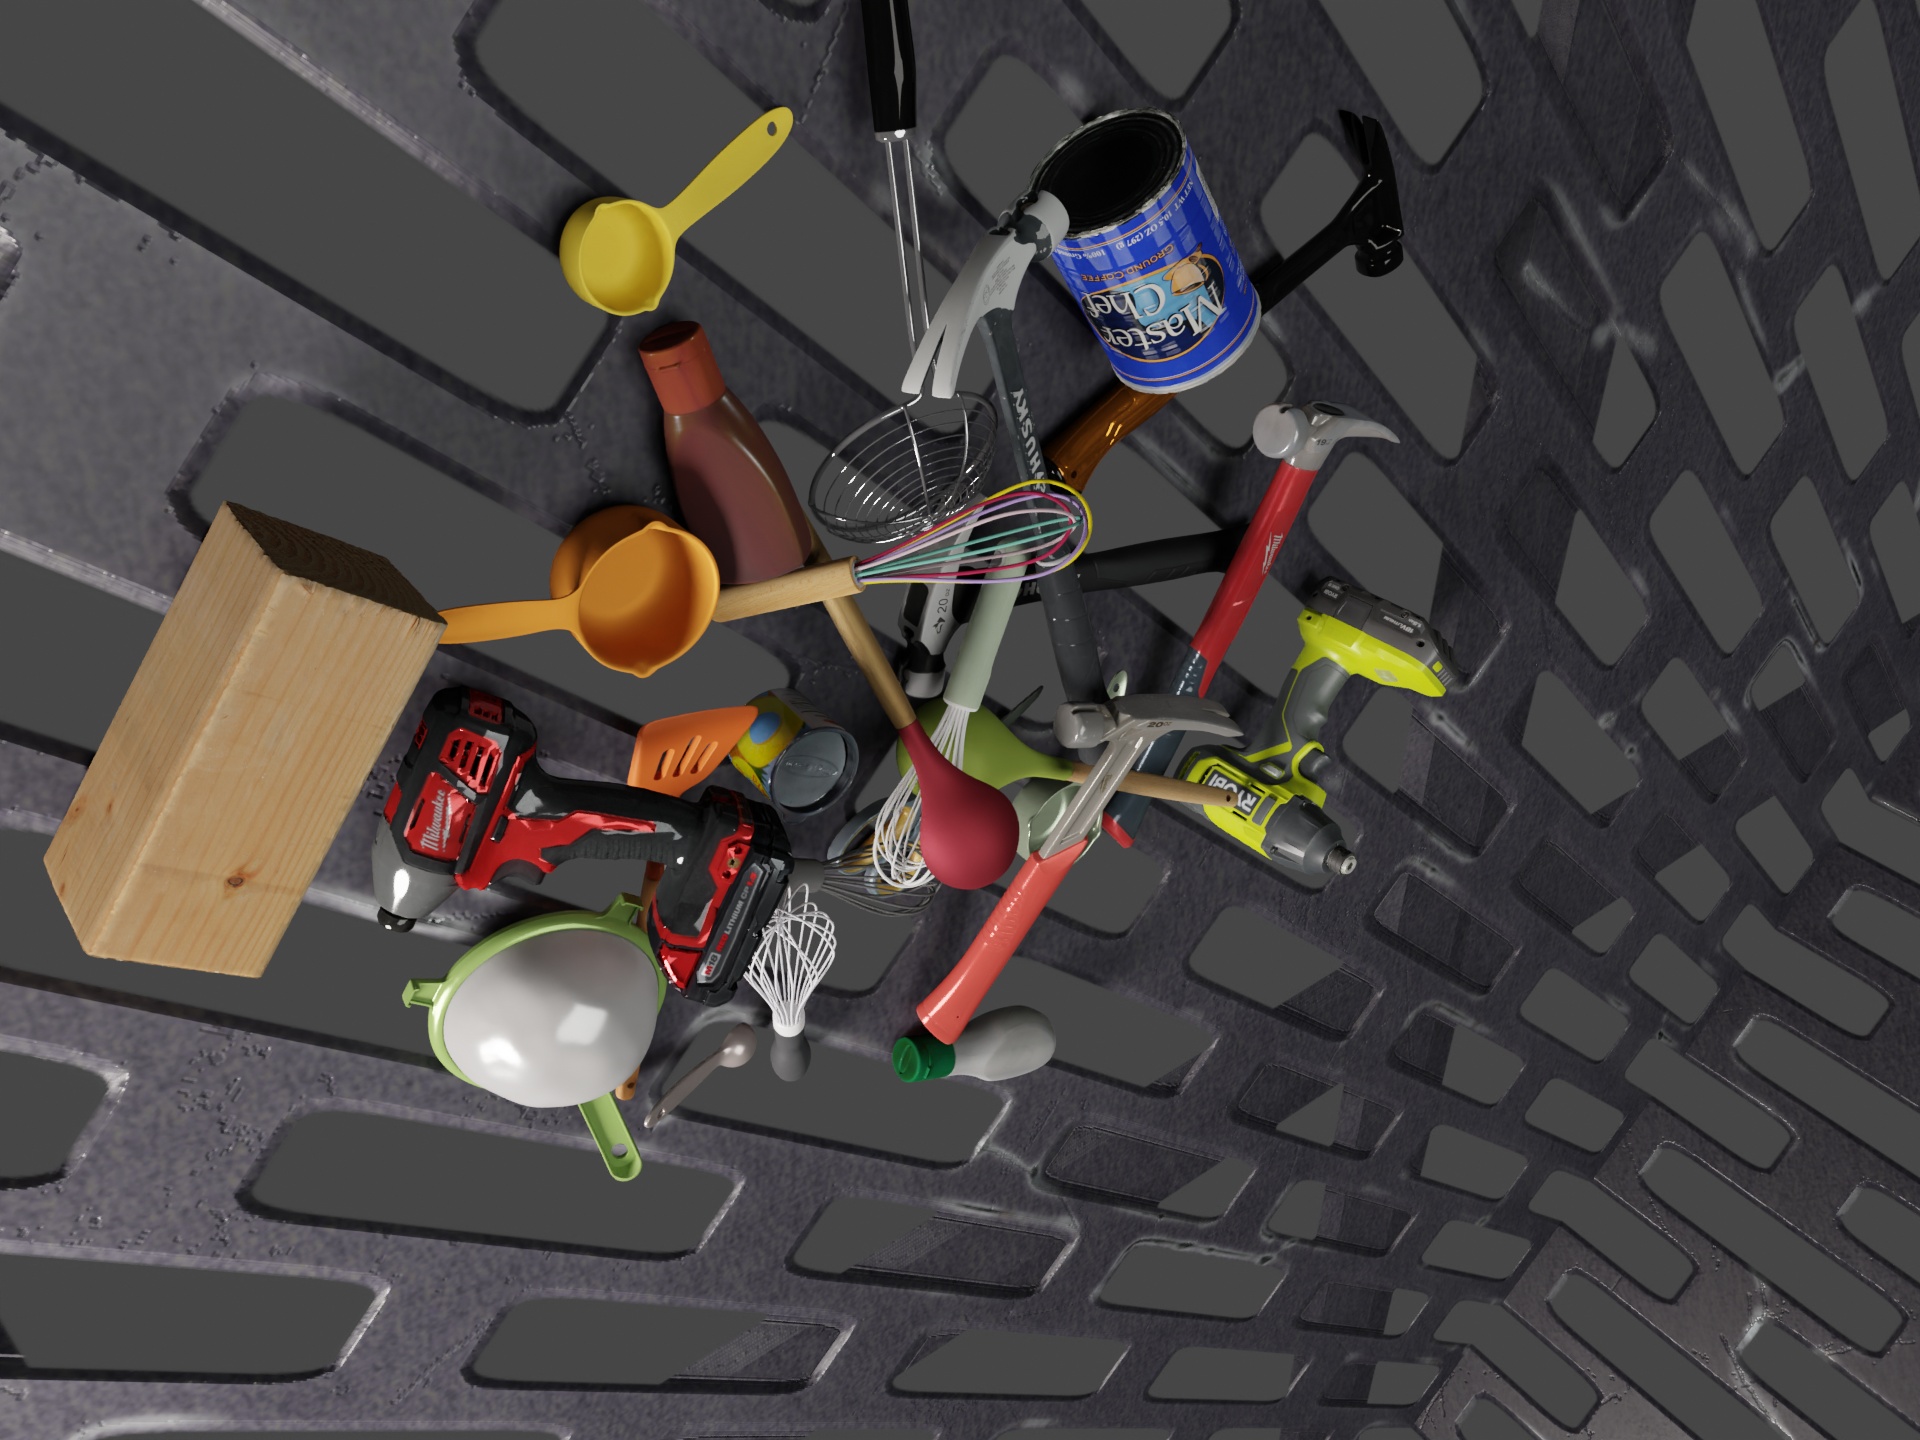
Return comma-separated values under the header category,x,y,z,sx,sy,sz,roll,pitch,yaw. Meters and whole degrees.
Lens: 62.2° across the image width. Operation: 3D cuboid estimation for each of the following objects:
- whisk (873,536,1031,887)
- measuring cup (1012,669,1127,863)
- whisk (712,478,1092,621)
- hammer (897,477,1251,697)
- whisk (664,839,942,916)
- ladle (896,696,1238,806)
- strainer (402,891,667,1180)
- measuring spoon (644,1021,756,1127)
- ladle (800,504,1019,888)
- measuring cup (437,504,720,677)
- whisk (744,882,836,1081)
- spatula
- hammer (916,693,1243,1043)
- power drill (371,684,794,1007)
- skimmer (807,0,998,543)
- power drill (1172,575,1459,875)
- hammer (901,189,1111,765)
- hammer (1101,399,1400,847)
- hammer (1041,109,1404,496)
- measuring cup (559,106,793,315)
category,x,y,z,sx,sy,sz,roll,pitch,yaw
whisk,-0.002,-0.003,1.049,0.059,0.058,0.246,14,100,-29
measuring cup,0.086,0.035,1.226,0.083,0.038,0.167,12,102,-44
whisk,-0.039,-0.093,0.915,0.051,0.245,0.047,-65,139,-56
hammer,0.102,-0.112,1.137,0.334,0.035,0.146,-13,126,-36
whisk,-0.098,0.102,1.062,0.238,0.055,0.055,9,111,-46
ladle,0.089,0.040,1.183,0.320,0.062,0.078,11,84,-39
strainer,-0.242,0.235,1.024,0.151,0.069,0.256,-22,131,-14
measuring spoon,-0.178,0.252,1.113,0.124,0.018,0.034,-36,146,-56
ladle,-0.045,-0.021,0.988,0.069,0.031,0.315,-33,110,-11
measuring cup,-0.220,-0.070,0.868,0.173,0.052,0.095,-11,124,-34
whisk,-0.117,0.192,1.088,0.070,0.070,0.284,-32,155,-22
spatula,-0.196,0.125,1.031,0.081,0.041,0.322,-10,124,-38
hammer,0.065,0.118,1.181,0.149,0.037,0.359,1,134,-34
power drill,-0.220,0.080,0.911,0.219,0.079,0.143,22,102,-22
skimmer,-0.045,-0.270,0.903,0.127,0.090,0.363,-19,119,-26
power drill,0.297,0.010,1.296,0.080,0.171,0.223,34,90,-48
hammer,0.054,-0.112,0.999,0.149,0.036,0.408,-57,147,-31
hammer,0.204,-0.064,1.219,0.143,0.038,0.386,-8,131,-44
hammer,0.177,-0.274,1.092,0.337,0.034,0.127,-41,138,-12
measuring cup,-0.146,-0.271,0.822,0.156,0.029,0.062,-49,140,-21
